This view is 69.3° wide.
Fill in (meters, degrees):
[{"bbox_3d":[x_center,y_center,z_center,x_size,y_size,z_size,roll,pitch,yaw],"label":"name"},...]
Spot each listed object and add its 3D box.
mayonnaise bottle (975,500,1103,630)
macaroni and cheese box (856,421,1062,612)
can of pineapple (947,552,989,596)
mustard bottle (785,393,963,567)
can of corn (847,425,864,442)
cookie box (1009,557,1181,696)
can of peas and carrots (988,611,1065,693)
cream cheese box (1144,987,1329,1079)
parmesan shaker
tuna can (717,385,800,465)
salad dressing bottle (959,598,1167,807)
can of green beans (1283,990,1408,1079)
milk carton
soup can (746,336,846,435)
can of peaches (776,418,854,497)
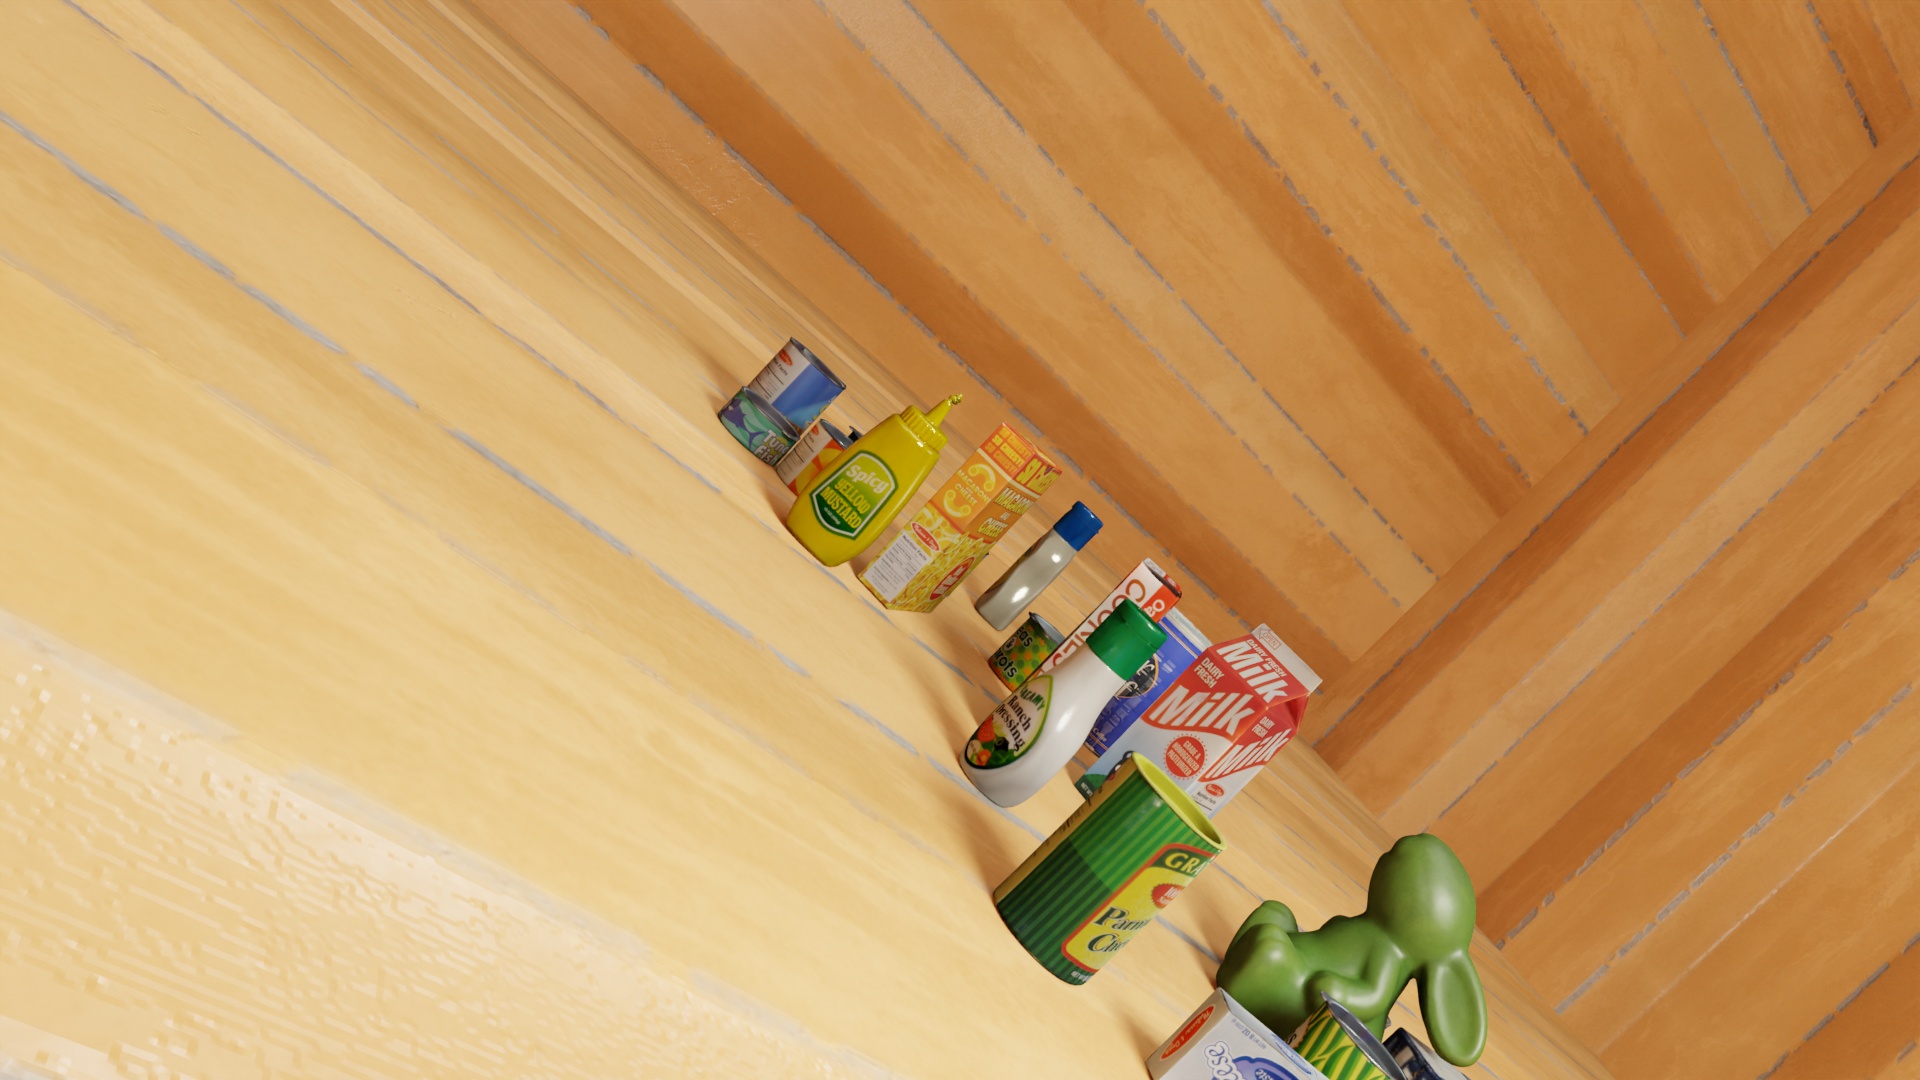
[{"bbox_3d":[0.078,0.025,1.382,0.041,0.148,0.065,43,6,-3],"label":"mayonnaise bottle"},{"bbox_3d":[0.004,-0.014,1.115,0.040,0.166,0.124,45,7,13],"label":"macaroni and cheese box"},{"bbox_3d":[-0.016,0.010,1.304,0.071,0.058,0.071,43,7,-6],"label":"can of pineapple"},{"bbox_3d":[-0.057,-0.053,1.024,0.065,0.160,0.049,44,6,2],"label":"mustard bottle"},{"bbox_3d":[-0.095,-0.061,1.276,0.071,0.058,0.071,43,7,-6],"label":"can of corn"},{"bbox_3d":[0.093,0.085,1.028,0.040,0.167,0.123,44,7,6],"label":"cookie box"},{"bbox_3d":[0.065,0.104,1.201,0.071,0.058,0.071,43,7,-6],"label":"can of peas and carrots"},{"bbox_3d":[0.146,0.272,0.686,0.103,0.053,0.024,42,7,-15],"label":"cream cheese box"},{"bbox_3d":[0.076,0.168,0.709,0.071,0.103,0.071,43,7,-6],"label":"parmesan shaker"},{"bbox_3d":[-0.168,-0.095,1.170,0.071,0.033,0.071,43,7,-6],"label":"tuna can"},{"bbox_3d":[0.065,0.100,0.862,0.044,0.147,0.064,40,7,-29],"label":"salad dressing bottle"},{"bbox_3d":[0.224,0.319,0.830,0.071,0.058,0.071,43,7,-6],"label":"can of green beans"},{"bbox_3d":[0.187,0.152,1.065,0.072,0.190,0.073,49,8,38],"label":"milk carton"},{"bbox_3d":[-0.153,-0.127,1.239,0.071,0.083,0.071,43,7,-6],"label":"soup can"},{"bbox_3d":[-0.111,-0.058,1.173,0.071,0.058,0.071,43,7,-6],"label":"can of peaches"}]
